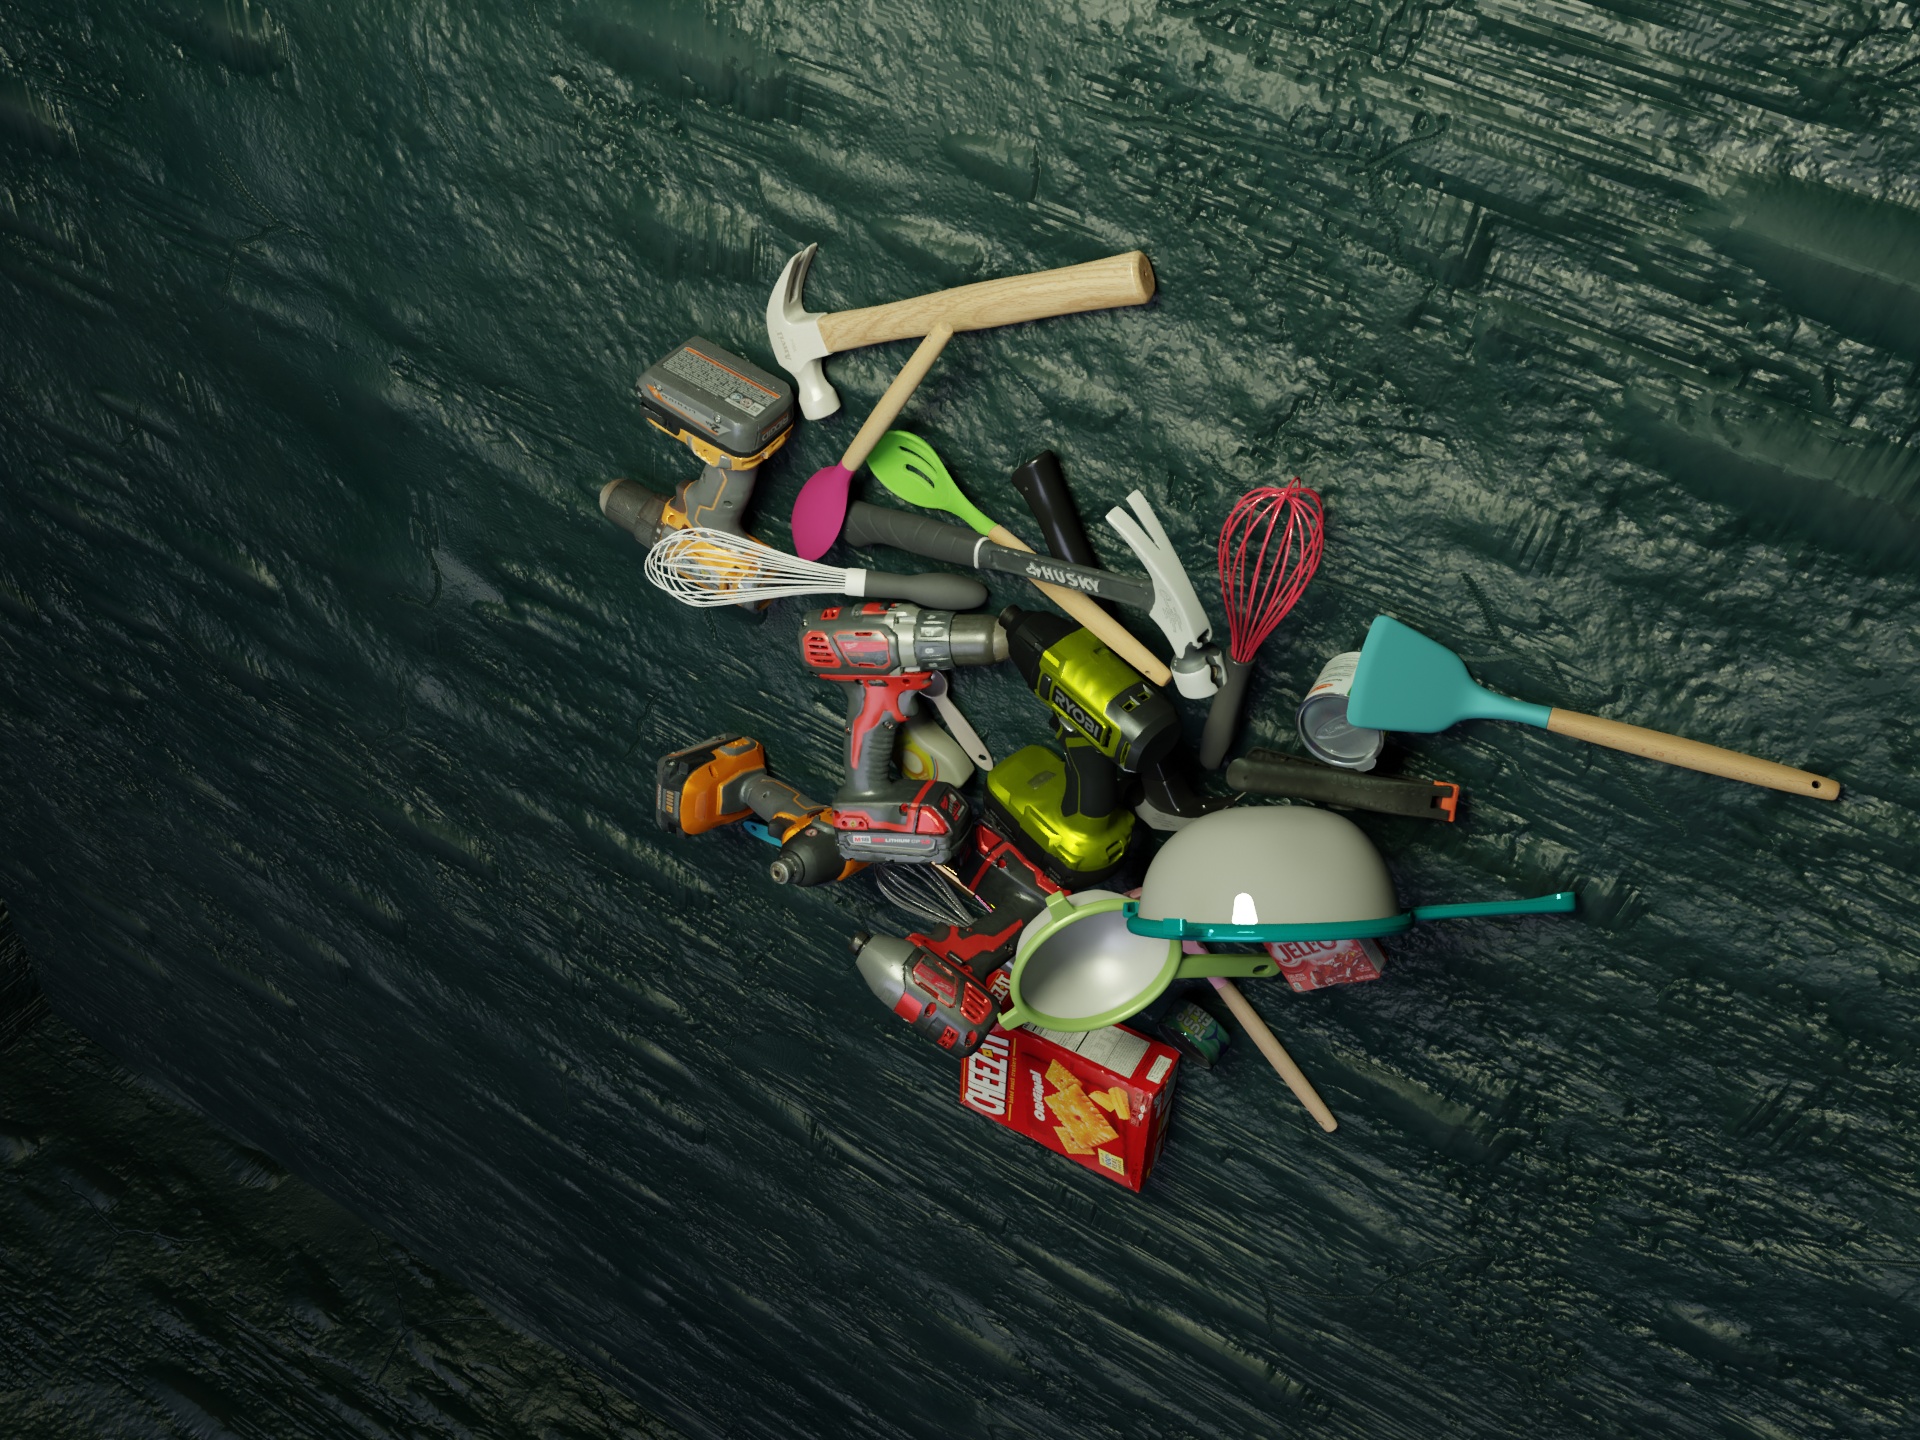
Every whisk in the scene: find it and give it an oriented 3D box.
[{"bbox_3d":[-0.119,-0.119,1.318,0.284,0.070,0.070,5,133,-2],"label":"whisk"},{"bbox_3d":[0.009,0.205,1.566,0.239,0.055,0.055,38,138,-3],"label":"whisk"},{"bbox_3d":[0.034,0.177,1.525,0.245,0.047,0.051,37,139,9],"label":"whisk"},{"bbox_3d":[0.213,-0.063,1.186,0.073,0.073,0.295,25,141,17],"label":"whisk"}]

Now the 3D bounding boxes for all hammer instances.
[{"bbox_3d":[0.025,-0.125,1.185,0.409,0.036,0.149,22,145,49],"label":"hammer"},{"bbox_3d":[-0.010,-0.302,1.166,0.331,0.031,0.130,0,124,35],"label":"hammer"},{"bbox_3d":[0.120,-0.057,1.253,0.146,0.035,0.334,9,128,57],"label":"hammer"}]

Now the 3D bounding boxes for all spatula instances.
[{"bbox_3d":[0.431,0.005,1.091,0.317,0.082,0.044,16,177,20],"label":"spatula"}]

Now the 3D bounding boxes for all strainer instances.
[{"bbox_3d":[0.155,0.192,1.362,0.256,0.069,0.151,4,125,-23],"label":"strainer"},{"bbox_3d":[0.292,0.109,1.192,0.340,0.211,0.095,-2,87,-3],"label":"strainer"}]

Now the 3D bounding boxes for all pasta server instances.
[{"bbox_3d":[0.249,0.264,1.447,0.316,0.040,0.060,52,148,-14],"label":"pasta server"}]

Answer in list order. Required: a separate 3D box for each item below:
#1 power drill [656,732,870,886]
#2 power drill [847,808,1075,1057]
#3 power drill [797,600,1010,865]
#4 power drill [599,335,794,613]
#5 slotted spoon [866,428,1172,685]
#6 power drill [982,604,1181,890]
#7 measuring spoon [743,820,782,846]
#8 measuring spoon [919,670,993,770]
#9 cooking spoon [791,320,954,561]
[{"bbox_3d":[-0.184,0.091,1.514,0.227,0.164,0.084,19,116,29],"label":"power drill"},{"bbox_3d":[0.003,0.184,1.419,0.143,0.220,0.078,34,137,7],"label":"power drill"},{"bbox_3d":[-0.037,0.007,1.374,0.188,0.080,0.226,0,111,16],"label":"power drill"},{"bbox_3d":[-0.232,-0.214,1.367,0.185,0.084,0.226,30,141,14],"label":"power drill"},{"bbox_3d":[0.043,-0.128,1.228,0.314,0.031,0.070,42,149,19],"label":"slotted spoon"},{"bbox_3d":[0.086,0.020,1.282,0.171,0.080,0.223,43,148,26],"label":"power drill"},{"bbox_3d":[-0.176,0.120,1.653,0.129,0.021,0.042,16,133,37],"label":"measuring spoon"},{"bbox_3d":[-0.002,-0.005,1.424,0.034,0.018,0.124,-14,122,35],"label":"measuring spoon"},{"bbox_3d":[-0.078,-0.216,1.250,0.319,0.017,0.069,-42,58,55],"label":"cooking spoon"}]
